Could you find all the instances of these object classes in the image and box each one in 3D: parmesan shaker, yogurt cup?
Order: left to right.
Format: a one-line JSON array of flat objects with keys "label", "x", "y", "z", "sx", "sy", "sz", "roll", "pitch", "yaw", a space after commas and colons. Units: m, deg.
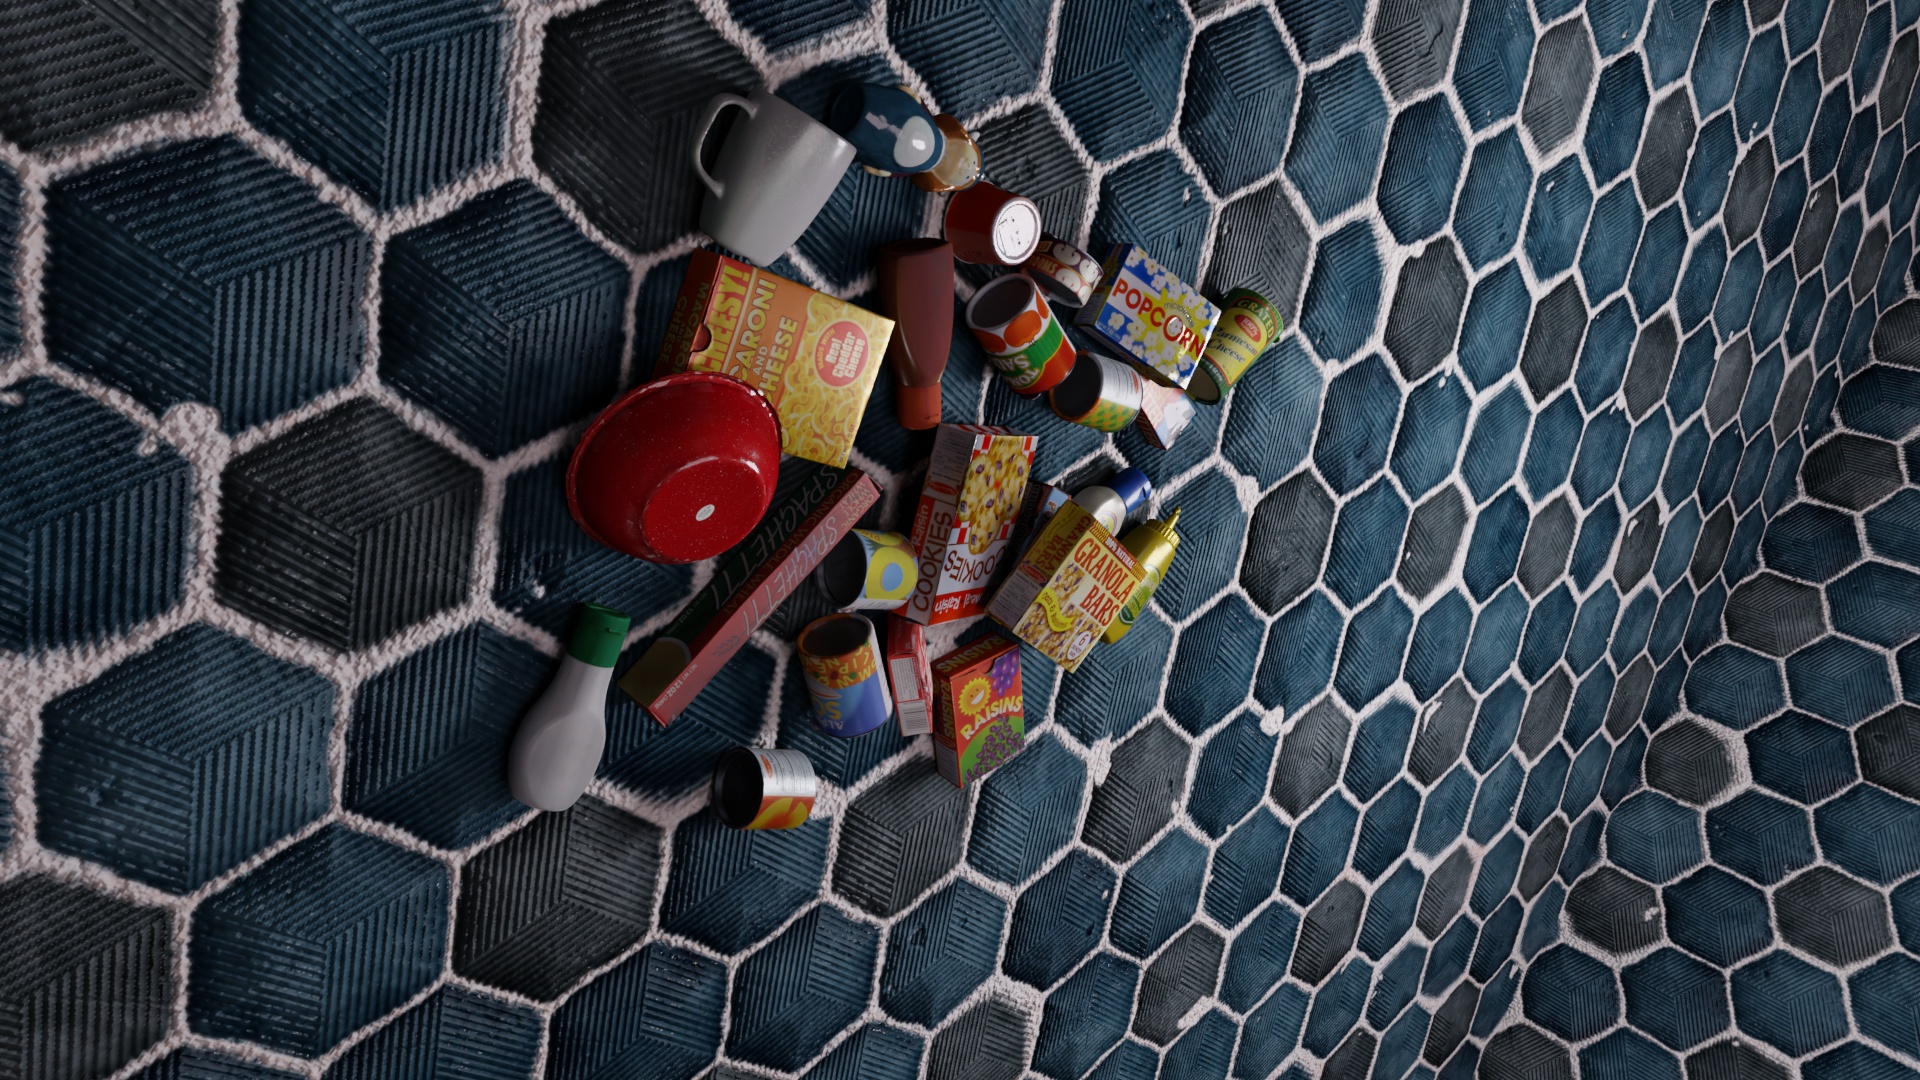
[{"label": "yogurt cup", "x": 0.028, "y": -0.254, "z": 1.122, "sx": 0.073, "sy": 0.054, "sz": 0.072, "roll": -19, "pitch": 120, "yaw": -36}, {"label": "parmesan shaker", "x": 0.261, "y": -0.187, "z": 1.360, "sx": 0.103, "sy": 0.071, "sz": 0.071, "roll": -48, "pitch": 134, "yaw": -18}]

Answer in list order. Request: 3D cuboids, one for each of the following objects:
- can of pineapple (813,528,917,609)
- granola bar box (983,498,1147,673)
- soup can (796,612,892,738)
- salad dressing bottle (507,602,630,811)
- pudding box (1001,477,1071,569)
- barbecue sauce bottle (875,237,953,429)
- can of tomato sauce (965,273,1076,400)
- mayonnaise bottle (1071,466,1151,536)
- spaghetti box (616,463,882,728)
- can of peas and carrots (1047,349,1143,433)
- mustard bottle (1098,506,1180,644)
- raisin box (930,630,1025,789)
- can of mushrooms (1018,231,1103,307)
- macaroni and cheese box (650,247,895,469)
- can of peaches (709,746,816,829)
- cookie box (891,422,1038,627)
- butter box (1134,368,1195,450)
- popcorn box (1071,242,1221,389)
[{"label": "can of pineapple", "x": -0.077, "y": 0.022, "z": 1.134, "sx": 0.058, "sy": 0.071, "sz": 0.071, "roll": 5, "pitch": 104, "yaw": -45}, {"label": "granola bar box", "x": 0.099, "y": 0.045, "z": 1.269, "sx": 0.124, "sy": 0.039, "sz": 0.165, "roll": -53, "pitch": 151, "yaw": -1}, {"label": "soup can", "x": -0.099, "y": 0.112, "z": 1.153, "sx": 0.071, "sy": 0.071, "sz": 0.083, "roll": -31, "pitch": 126, "yaw": -30}, {"label": "salad dressing bottle", "x": -0.279, "y": 0.119, "z": 1.001, "sx": 0.064, "sy": 0.044, "sz": 0.147, "roll": 18, "pitch": 93, "yaw": -44}, {"label": "pudding box", "x": 0.060, "y": -0.013, "z": 1.260, "sx": 0.030, "sy": 0.050, "sz": 0.083, "roll": 27, "pitch": 89, "yaw": -45}, {"label": "barbecue sauce bottle", "x": -0.035, "y": -0.163, "z": 1.110, "sx": 0.065, "sy": 0.044, "sz": 0.147, "roll": -22, "pitch": 122, "yaw": -37}, {"label": "can of tomato sauce", "x": 0.050, "y": -0.172, "z": 1.169, "sx": 0.071, "sy": 0.071, "sz": 0.083, "roll": -51, "pitch": 134, "yaw": -14}, {"label": "mayonnaise bottle", "x": 0.121, "y": -0.016, "z": 1.322, "sx": 0.149, "sy": 0.041, "sz": 0.064, "roll": -39, "pitch": 136, "yaw": -24}, {"label": "spaghetti box", "x": -0.160, "y": 0.034, "z": 1.071, "sx": 0.251, "sy": 0.050, "sz": 0.028, "roll": -49, "pitch": 135, "yaw": -17}, {"label": "can of peas and carrots", "x": 0.120, "y": -0.133, "z": 1.255, "sx": 0.059, "sy": 0.071, "sz": 0.071, "roll": 10, "pitch": 100, "yaw": -45}, {"label": "mustard bottle", "x": 0.175, "y": 0.027, "z": 1.387, "sx": 0.160, "sy": 0.049, "sz": 0.065, "roll": -52, "pitch": 139, "yaw": -13}, {"label": "raisin box", "x": 0.016, "y": 0.158, "z": 1.300, "sx": 0.086, "sy": 0.040, "sz": 0.122, "roll": -24, "pitch": 122, "yaw": -34}, {"label": "can of mushrooms", "x": 0.083, "y": -0.229, "z": 1.177, "sx": 0.071, "sy": 0.071, "sz": 0.033, "roll": 35, "pitch": 84, "yaw": -46}, {"label": "macaroni and cheese box", "x": -0.138, "y": -0.131, "z": 1.027, "sx": 0.166, "sy": 0.040, "sz": 0.123, "roll": 14, "pitch": 98, "yaw": -45}, {"label": "can of peaches", "x": -0.161, "y": 0.204, "z": 1.134, "sx": 0.058, "sy": 0.071, "sz": 0.071, "roll": 12, "pitch": 100, "yaw": -46}, {"label": "cookie box", "x": 0.004, "y": -0.015, "z": 1.189, "sx": 0.123, "sy": 0.040, "sz": 0.167, "roll": -5, "pitch": 112, "yaw": -63}, {"label": "butter box", "x": 0.188, "y": -0.139, "z": 1.345, "sx": 0.053, "sy": 0.024, "sz": 0.103, "roll": -53, "pitch": 135, "yaw": -14}, {"label": "popcorn box", "x": 0.171, "y": -0.204, "z": 1.270, "sx": 0.126, "sy": 0.038, "sz": 0.085, "roll": 29, "pitch": 83, "yaw": -33}]
